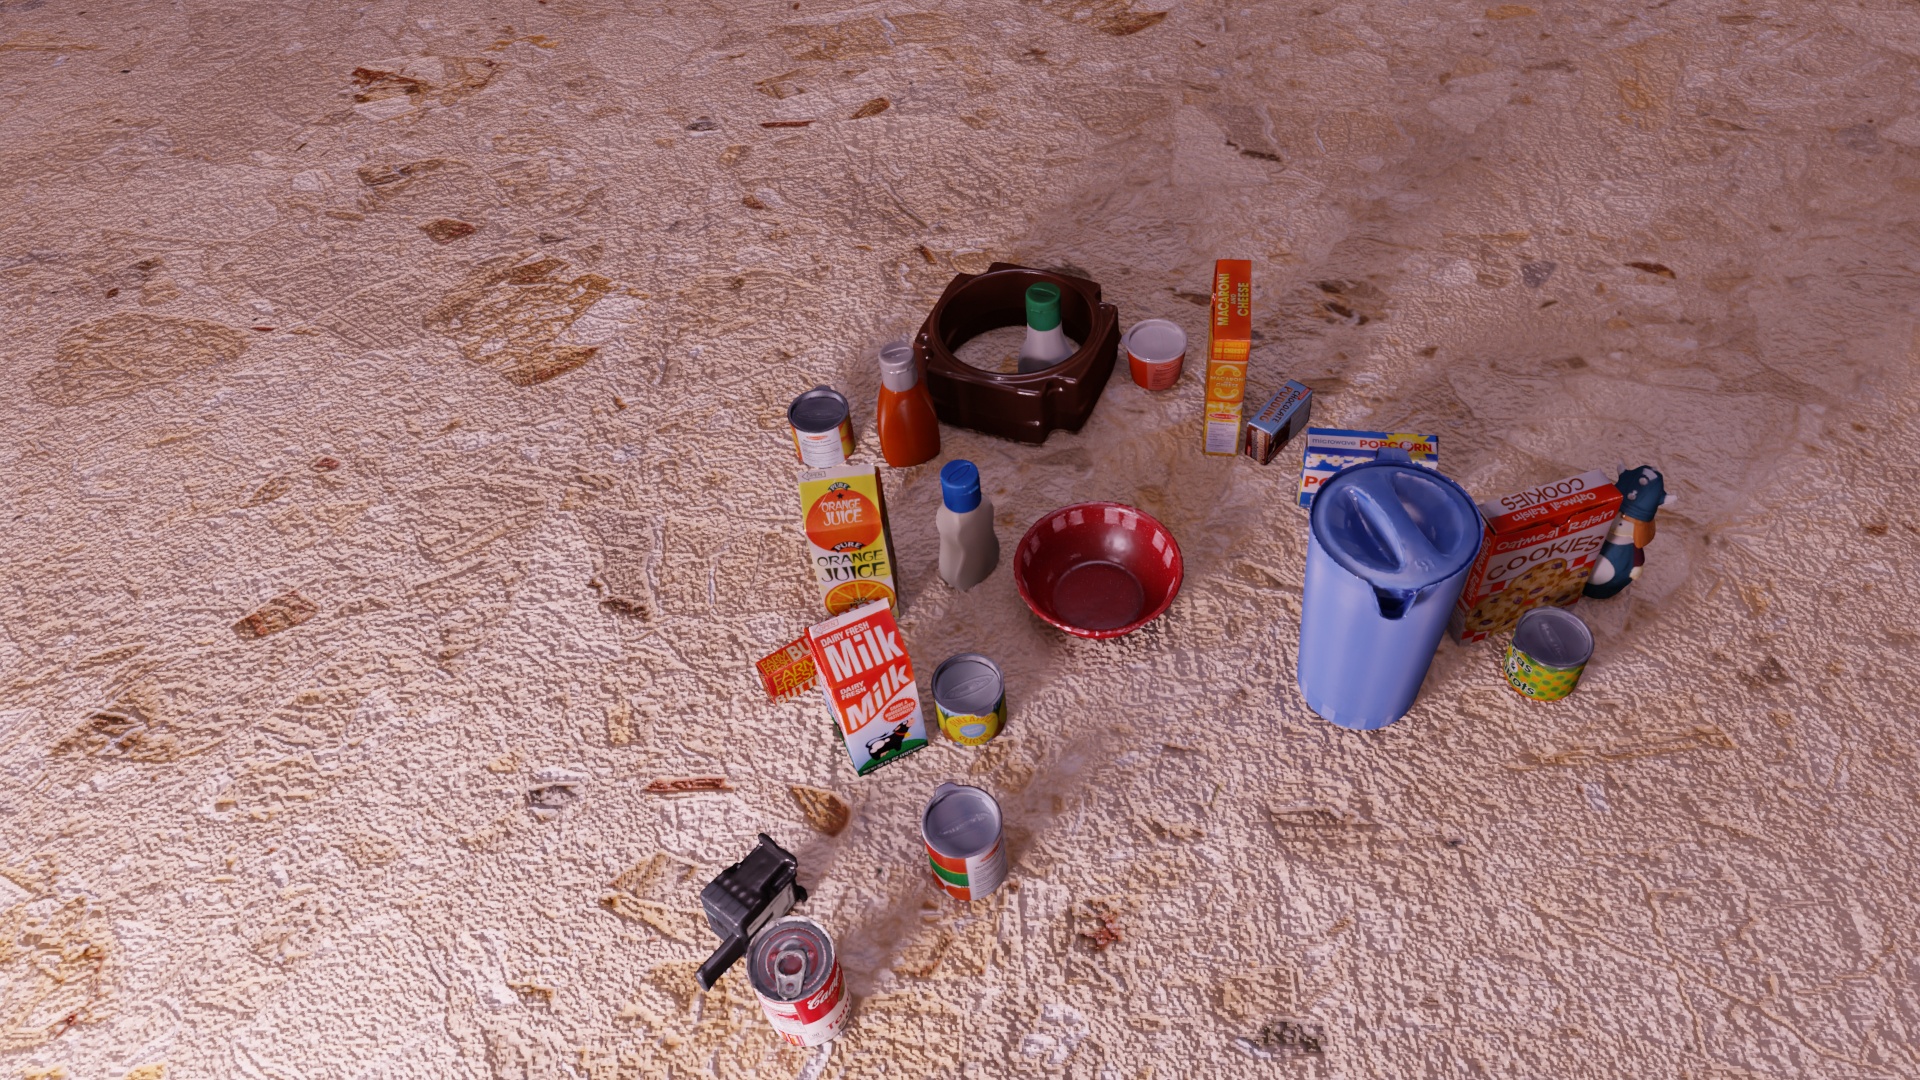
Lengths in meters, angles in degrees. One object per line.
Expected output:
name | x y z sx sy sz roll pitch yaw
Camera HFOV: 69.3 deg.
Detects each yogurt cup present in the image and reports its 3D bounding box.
yogurt cup | 0.215 -0.202 1.529 0.072 0.053 0.073 -3 51 3

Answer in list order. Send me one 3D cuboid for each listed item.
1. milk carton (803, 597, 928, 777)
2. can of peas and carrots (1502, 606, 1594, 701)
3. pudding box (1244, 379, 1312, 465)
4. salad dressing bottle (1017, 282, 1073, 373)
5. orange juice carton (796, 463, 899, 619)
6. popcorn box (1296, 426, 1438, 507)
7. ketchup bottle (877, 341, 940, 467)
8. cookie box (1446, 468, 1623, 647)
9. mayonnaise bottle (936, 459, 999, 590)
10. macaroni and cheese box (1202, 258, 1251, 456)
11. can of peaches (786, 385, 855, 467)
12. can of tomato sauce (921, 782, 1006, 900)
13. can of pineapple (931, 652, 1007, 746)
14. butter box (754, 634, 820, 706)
milk carton | -0.083 0.118 1.207 0.072 0.189 0.074 -22 52 -12
can of peas and carrots | 0.523 0.103 1.245 0.071 0.058 0.071 -3 51 3
pudding box | 0.334 -0.124 1.456 0.030 0.049 0.084 32 60 27
salad dressing bottle | 0.091 -0.209 1.486 0.064 0.146 0.044 19 55 20
orange juice carton | -0.104 -0.005 1.309 0.072 0.191 0.073 -7 51 0
popcorn box | 0.403 -0.068 1.380 0.127 0.084 0.038 5 52 9
ketchup bottle | -0.058 -0.141 1.444 0.065 0.148 0.044 -17 51 -8
cookie box | 0.509 0.018 1.246 0.123 0.166 0.040 -17 51 -8
mayonnaise bottle | 0.005 -0.017 1.336 0.041 0.147 0.065 36 62 29
macaroni and cheese box | 0.275 -0.188 1.438 0.040 0.165 0.124 3 51 8
can of peaches | -0.149 -0.122 1.496 0.071 0.057 0.071 -3 51 3
can of tomato sauce | 0.003 0.252 1.158 0.071 0.082 0.071 -3 51 4
can of pineapple | 0.009 0.146 1.260 0.071 0.057 0.071 -3 51 3
butter box | -0.139 0.112 1.306 0.104 0.052 0.024 -28 54 -17
